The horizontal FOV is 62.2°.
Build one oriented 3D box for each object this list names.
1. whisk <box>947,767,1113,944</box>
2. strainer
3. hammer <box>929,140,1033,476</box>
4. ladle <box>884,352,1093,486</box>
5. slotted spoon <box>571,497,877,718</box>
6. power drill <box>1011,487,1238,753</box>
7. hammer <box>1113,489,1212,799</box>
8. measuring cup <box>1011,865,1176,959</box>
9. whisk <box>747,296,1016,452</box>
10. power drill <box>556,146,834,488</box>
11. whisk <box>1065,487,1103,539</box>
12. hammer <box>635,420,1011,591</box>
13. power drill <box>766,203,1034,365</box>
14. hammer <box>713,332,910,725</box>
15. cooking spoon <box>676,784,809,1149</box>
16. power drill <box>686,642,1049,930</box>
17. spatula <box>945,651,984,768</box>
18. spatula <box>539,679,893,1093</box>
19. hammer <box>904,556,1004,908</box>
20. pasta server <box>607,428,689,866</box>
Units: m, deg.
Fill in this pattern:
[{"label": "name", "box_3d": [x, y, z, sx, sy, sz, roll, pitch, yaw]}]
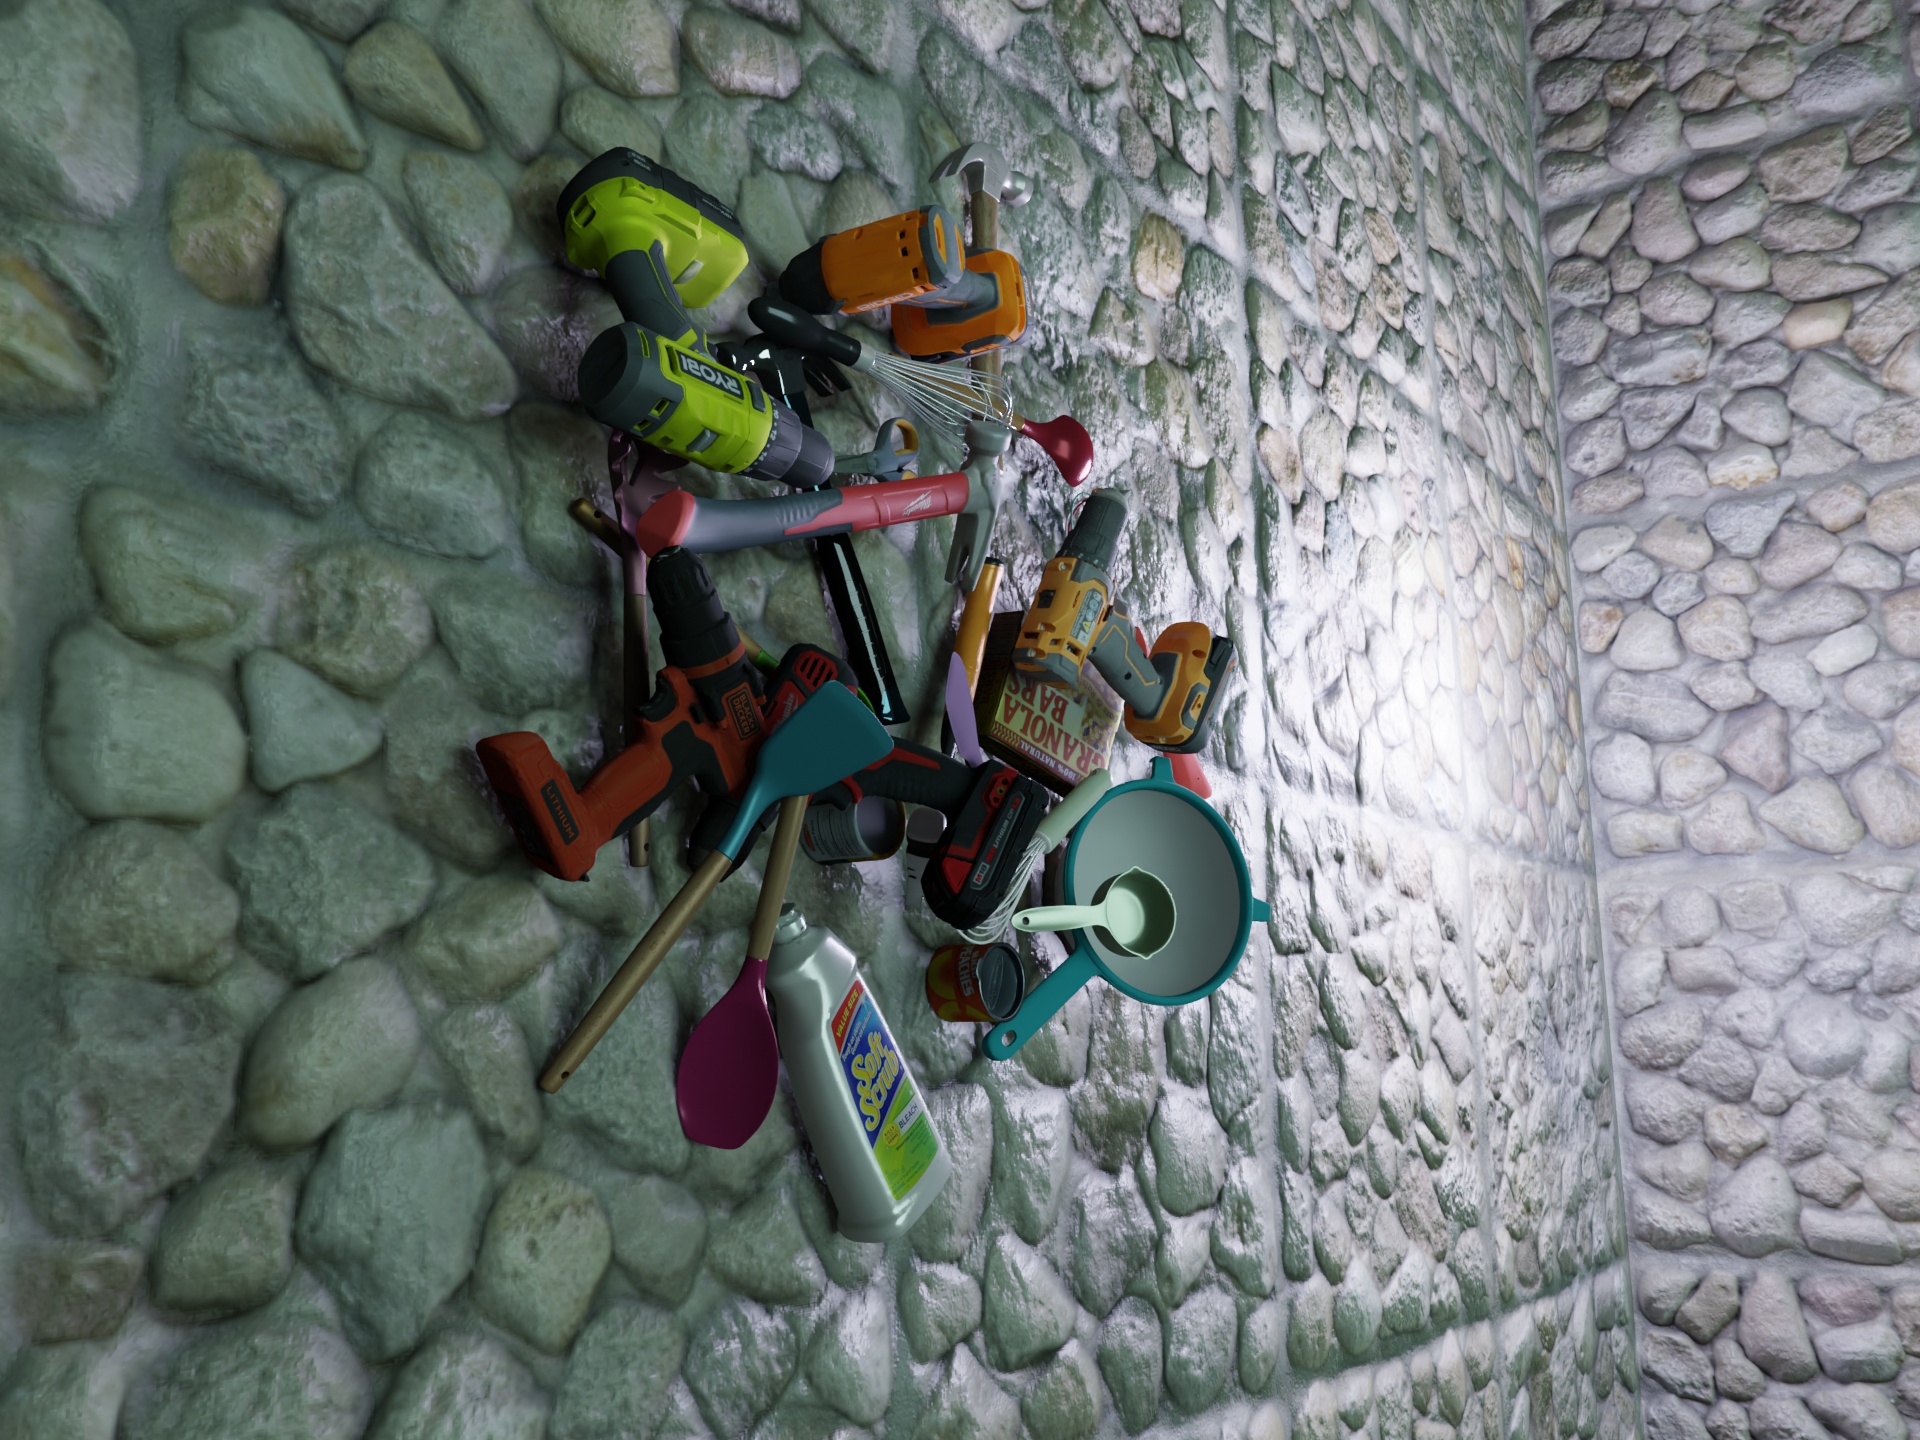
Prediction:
[{"label": "whisk", "box_3d": [0.066, 0.111, 1.380, 0.059, 0.058, 0.246, 55, 48, -7]}, {"label": "strainer", "box_3d": [0.123, 0.201, 1.470, 0.340, 0.095, 0.211, -39, 97, -30]}, {"label": "hammer", "box_3d": [0.022, -0.389, 1.499, 0.130, 0.031, 0.331, 15, 71, -52]}, {"label": "ladle", "box_3d": [0.037, -0.280, 1.451, 0.315, 0.031, 0.069, 14, 73, -51]}, {"label": "slotted spoon", "box_3d": [-0.170, -0.065, 1.177, 0.313, 0.031, 0.070, 42, 53, -38]}, {"label": "power drill", "box_3d": [0.157, -0.087, 1.456, 0.226, 0.084, 0.185, 31, 73, -37]}, {"label": "hammer", "box_3d": [0.188, -0.054, 1.604, 0.149, 0.037, 0.358, -60, 137, -35]}, {"label": "measuring cup", "box_3d": [0.111, 0.173, 1.394, 0.167, 0.038, 0.083, 0, 77, -27]}, {"label": "whisk", "box_3d": [-0.058, -0.286, 1.293, 0.284, 0.070, 0.070, 16, 70, -43]}, {"label": "power drill", "box_3d": [-0.181, -0.263, 1.083, 0.190, 0.080, 0.229, 17, 45, -47]}, {"label": "whisk", "box_3d": [0.123, -0.116, 1.569, 0.051, 0.047, 0.245, 23, 68, -50]}, {"label": "hammer", "box_3d": [-0.093, -0.144, 1.201, 0.386, 0.038, 0.143, -19, 128, -52]}, {"label": "power drill", "box_3d": [-0.046, -0.355, 1.317, 0.226, 0.164, 0.084, -4, 86, -66]}, {"label": "hammer", "box_3d": [-0.105, -0.148, 1.277, 0.128, 0.033, 0.331, -30, 107, -51]}, {"label": "cooking spoon", "box_3d": [-0.134, 0.138, 1.097, 0.017, 0.069, 0.319, 26, 78, -89]}, {"label": "power drill", "box_3d": [-0.071, 0.070, 1.155, 0.226, 0.080, 0.188, 29, 70, -3]}, {"label": "spatula", "box_3d": [0.015, 0.046, 1.294, 0.315, 0.018, 0.060, 75, 21, -56]}, {"label": "spatula", "box_3d": [-0.165, 0.111, 1.036, 0.317, 0.044, 0.082, -54, 134, -15]}, {"label": "hammer", "box_3d": [-0.002, -0.004, 1.356, 0.127, 0.034, 0.337, 93, 7, -54]}, {"label": "pasta server", "box_3d": [-0.216, -0.058, 1.083, 0.060, 0.040, 0.316, 0, 89, -58]}]
